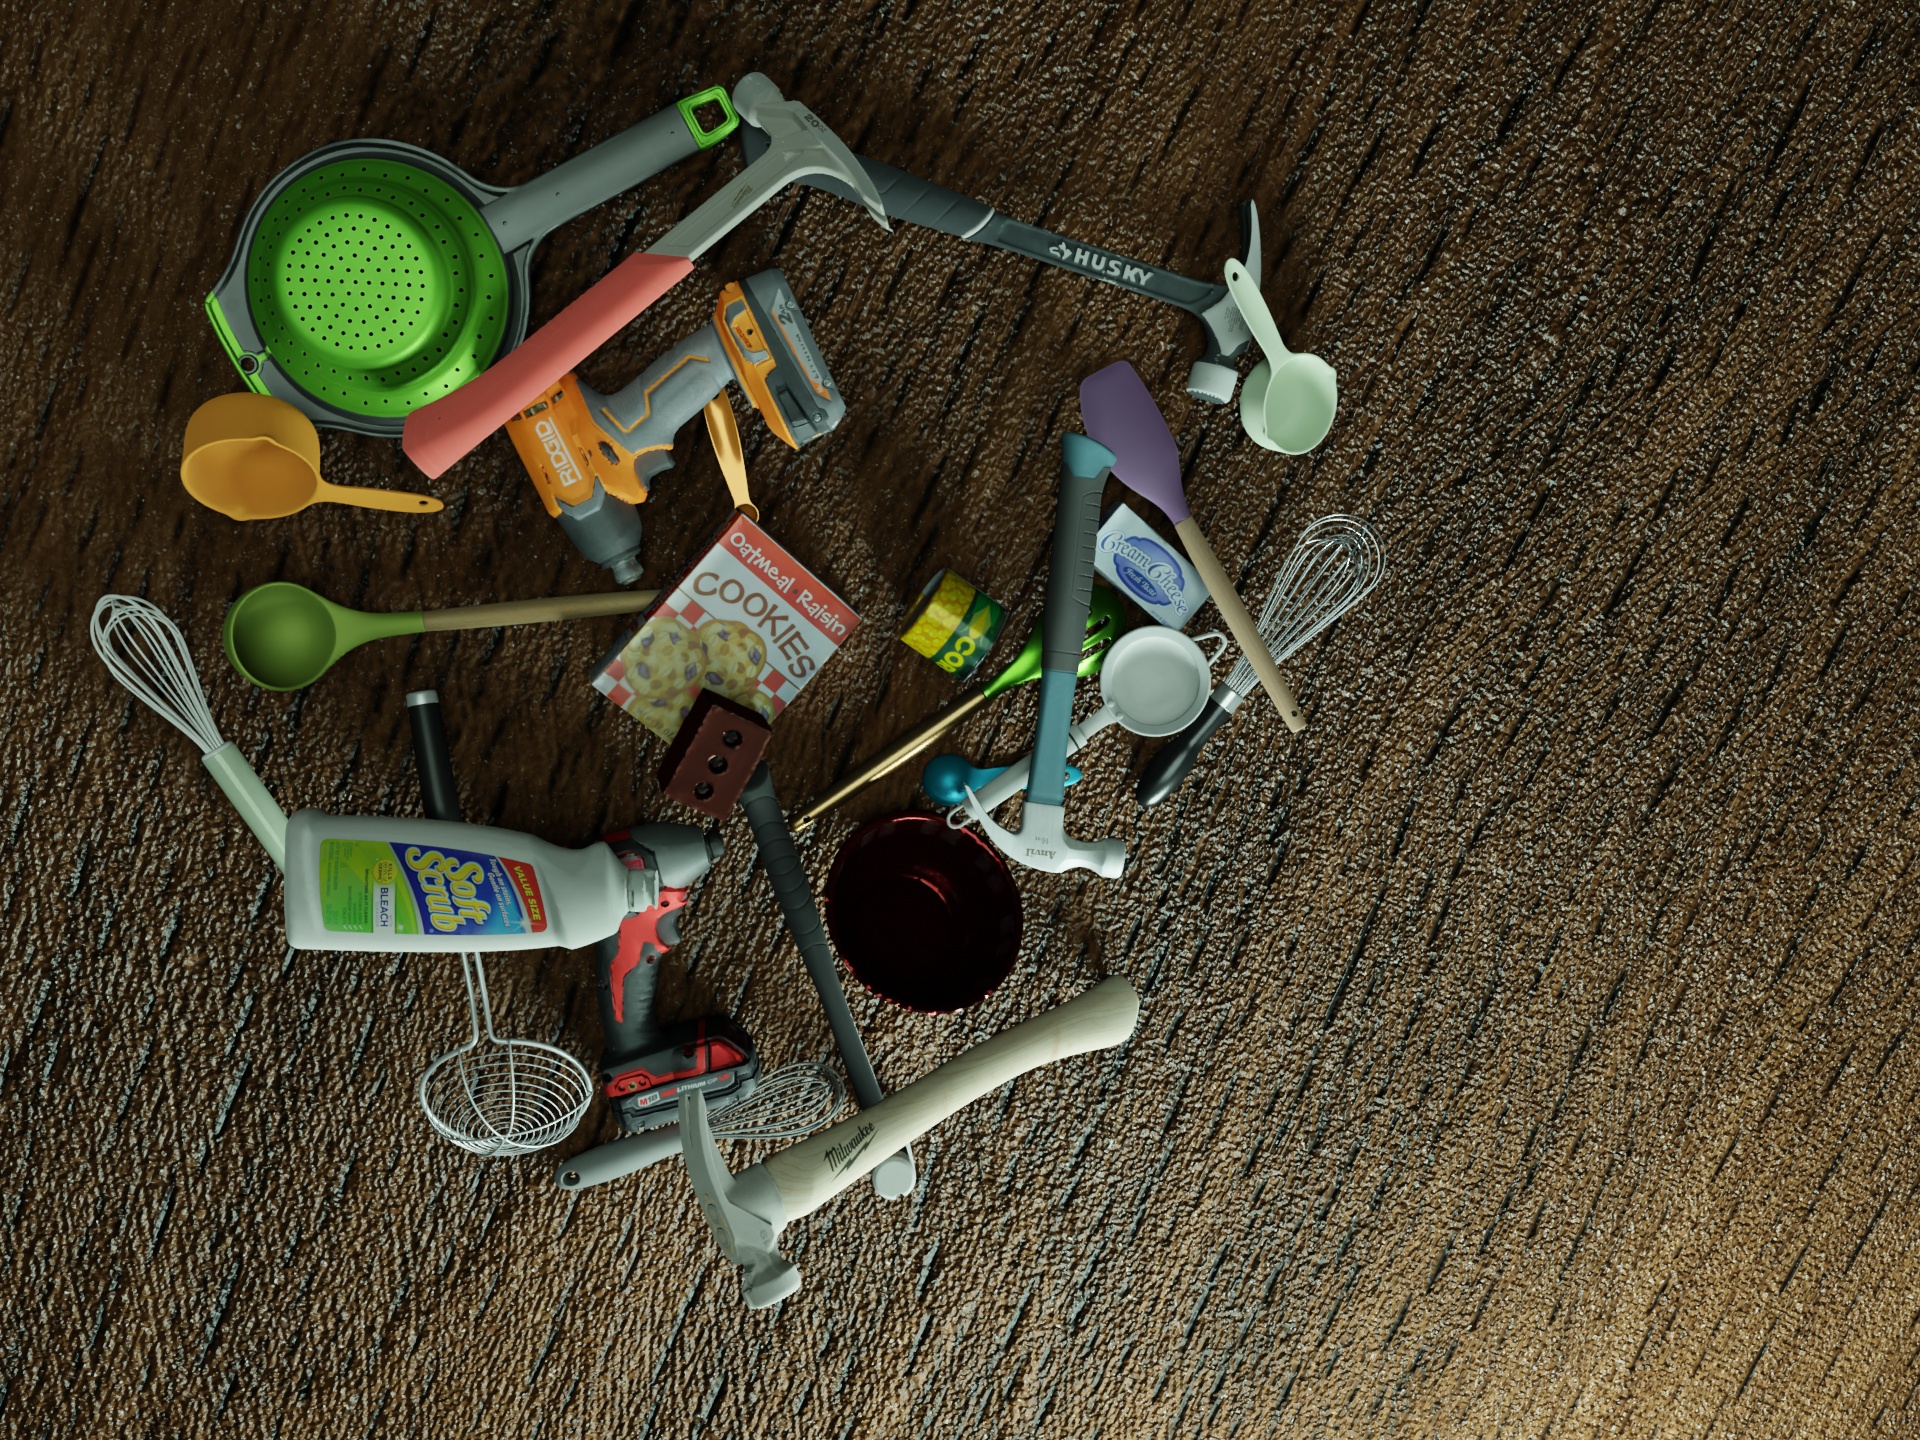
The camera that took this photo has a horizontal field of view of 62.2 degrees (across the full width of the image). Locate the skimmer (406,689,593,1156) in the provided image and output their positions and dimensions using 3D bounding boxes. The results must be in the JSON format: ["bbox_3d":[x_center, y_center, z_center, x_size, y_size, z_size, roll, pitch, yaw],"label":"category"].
[{"bbox_3d":[-0.369,0.157,1.208,0.127,0.090,0.363,-10,91,-3],"label":"skimmer"}]

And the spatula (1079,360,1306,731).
[{"bbox_3d":[0.181,-0.130,1.221,0.060,0.018,0.316,-30,90,-6],"label":"spatula"}]

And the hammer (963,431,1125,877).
[{"bbox_3d":[0.078,-0.051,1.205,0.128,0.033,0.331,7,91,-2],"label":"hammer"}]

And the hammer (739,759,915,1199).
[{"bbox_3d":[-0.106,0.190,1.217,0.035,0.146,0.335,-20,93,-4],"label":"hammer"}]

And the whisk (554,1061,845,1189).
[{"bbox_3d":[-0.206,0.326,1.257,0.239,0.055,0.055,-18,102,-1],"label":"whisk"}]

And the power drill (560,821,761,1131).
[{"bbox_3d":[-0.229,0.187,1.213,0.143,0.078,0.219,-15,99,-7],"label":"power drill"}]

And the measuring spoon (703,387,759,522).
[{"bbox_3d":[-0.173,-0.201,1.187,0.021,0.011,0.117,-15,98,-4],"label":"measuring spoon"}]

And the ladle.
[{"bbox_3d":[-0.363,-0.074,1.155,0.320,0.062,0.078,-6,100,-11],"label":"ladle"}]

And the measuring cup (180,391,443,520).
[{"bbox_3d":[-0.454,-0.182,1.121,0.173,0.095,0.052,6,57,-33],"label":"measuring cup"}]

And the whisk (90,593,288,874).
[{"bbox_3d":[-0.543,0.016,1.150,0.059,0.058,0.246,-20,108,30],"label":"whisk"}]

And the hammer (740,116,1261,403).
[{"bbox_3d":[0.034,-0.367,1.177,0.408,0.036,0.149,16,95,-11],"label":"hammer"}]

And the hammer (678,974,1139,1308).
[{"bbox_3d":[-0.017,0.265,1.168,0.410,0.038,0.146,-19,83,-41],"label":"hammer"}]

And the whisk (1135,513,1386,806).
[{"bbox_3d":[0.232,-0.042,1.257,0.070,0.070,0.284,36,97,-13],"label":"whisk"}]

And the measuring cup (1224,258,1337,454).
[{"bbox_3d":[0.227,-0.276,1.199,0.083,0.038,0.167,-44,121,-15],"label":"measuring cup"}]

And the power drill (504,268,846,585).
[{"bbox_3d":[-0.199,-0.208,1.139,0.226,0.084,0.164,-25,98,1],"label":"power drill"}]

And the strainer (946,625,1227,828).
[{"bbox_3d":[0.096,0.007,1.242,0.258,0.050,0.087,-34,94,-3],"label":"strainer"}]

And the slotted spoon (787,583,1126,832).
[{"bbox_3d":[-0.002,-0.004,1.240,0.314,0.031,0.070,-34,106,-1],"label":"slotted spoon"}]

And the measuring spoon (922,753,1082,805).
[{"bbox_3d":[0.035,0.047,1.255,0.128,0.021,0.042,-2,100,-8],"label":"measuring spoon"}]

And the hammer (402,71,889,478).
[{"bbox_3d":[-0.224,-0.283,1.080,0.359,0.036,0.149,-40,73,-3],"label":"hammer"}]

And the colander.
[{"bbox_3d":[-0.331,-0.335,1.088,0.397,0.094,0.204,-29,103,-2],"label":"colander"}]
